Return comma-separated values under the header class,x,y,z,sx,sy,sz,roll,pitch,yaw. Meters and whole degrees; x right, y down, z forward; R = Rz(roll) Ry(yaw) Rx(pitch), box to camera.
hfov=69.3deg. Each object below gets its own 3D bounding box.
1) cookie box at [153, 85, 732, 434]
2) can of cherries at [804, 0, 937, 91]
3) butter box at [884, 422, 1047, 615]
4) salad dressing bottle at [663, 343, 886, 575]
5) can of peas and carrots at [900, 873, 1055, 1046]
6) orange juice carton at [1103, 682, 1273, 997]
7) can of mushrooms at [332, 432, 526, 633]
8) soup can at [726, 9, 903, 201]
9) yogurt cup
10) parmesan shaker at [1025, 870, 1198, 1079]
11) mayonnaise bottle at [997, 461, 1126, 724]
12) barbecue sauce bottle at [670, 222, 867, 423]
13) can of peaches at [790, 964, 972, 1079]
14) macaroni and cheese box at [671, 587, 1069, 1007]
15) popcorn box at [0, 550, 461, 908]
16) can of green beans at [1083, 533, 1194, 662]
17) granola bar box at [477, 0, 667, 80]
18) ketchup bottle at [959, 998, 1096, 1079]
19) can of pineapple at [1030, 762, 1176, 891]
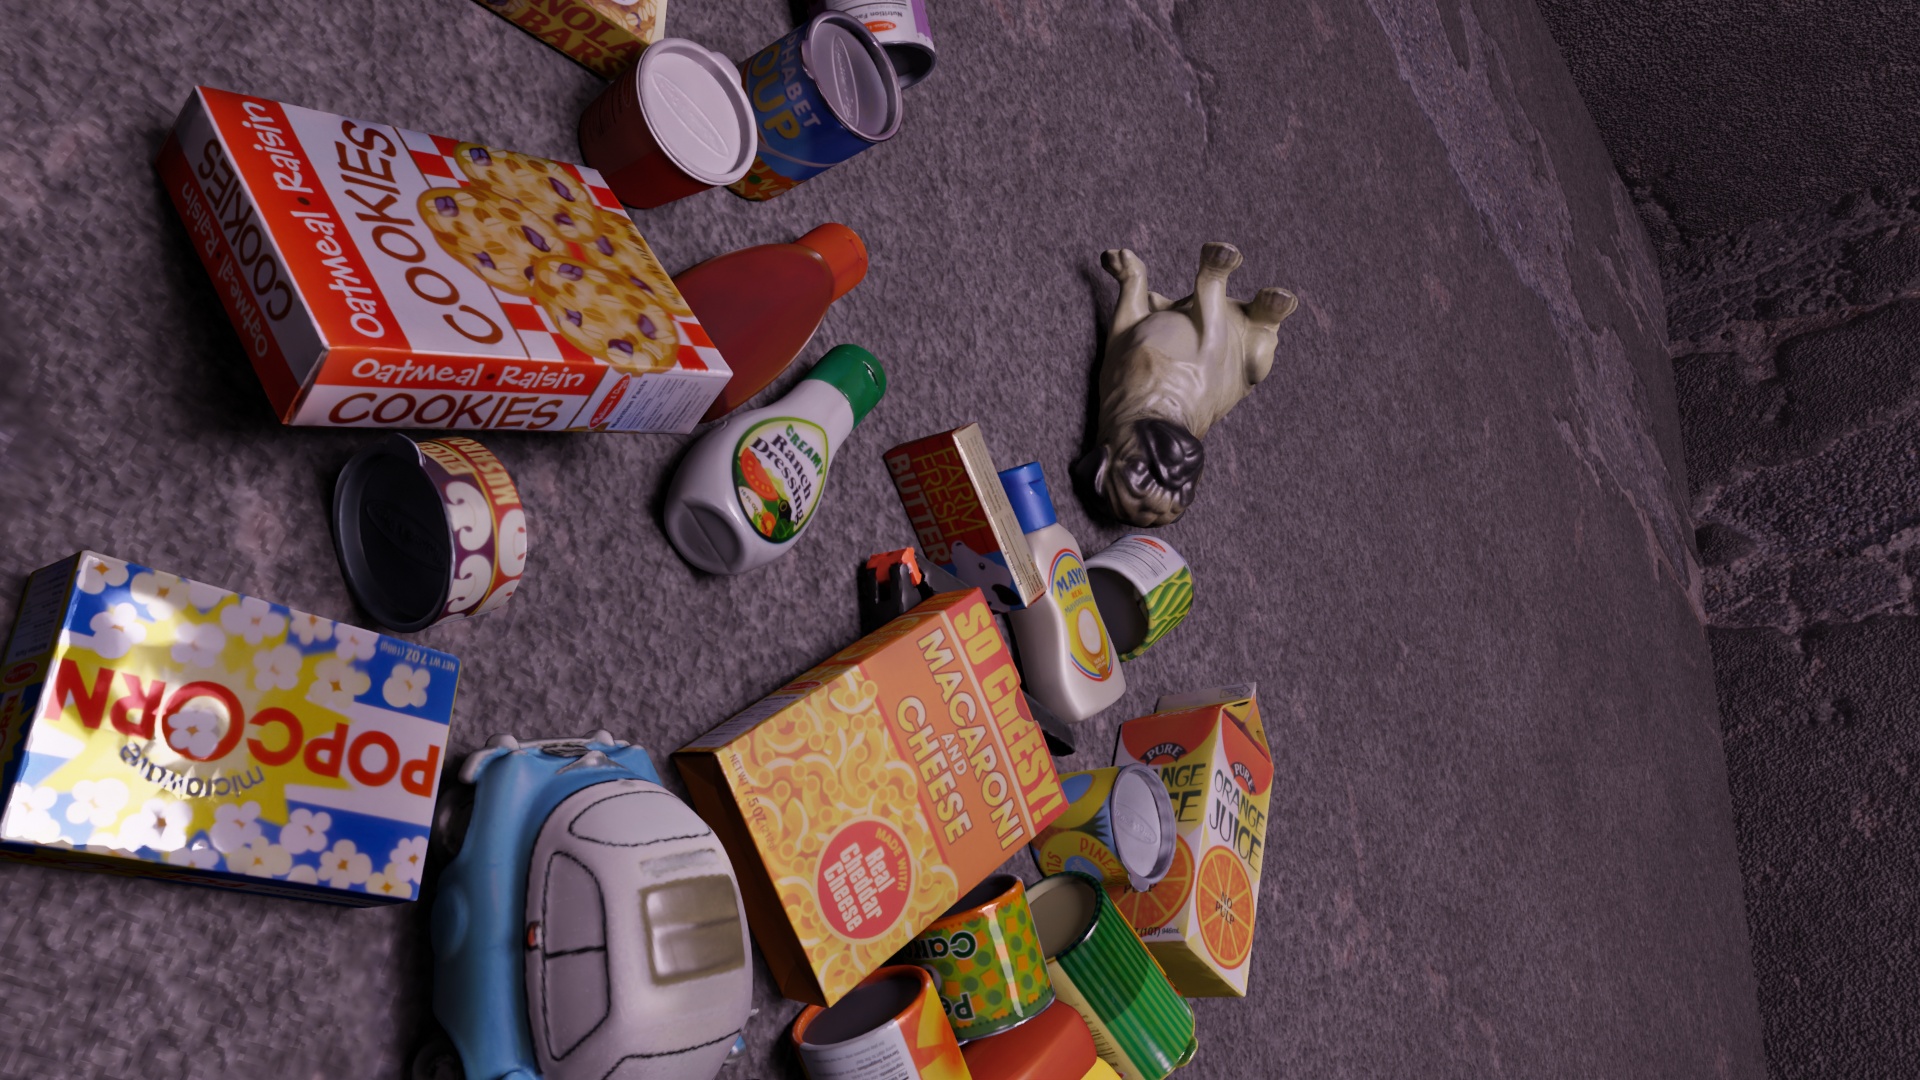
class,x,y,z,sx,sy,sz,roll,pitch,yaw
cookie box,-0.183,-0.096,0.510,0.168,0.040,0.123,-4,53,-53
can of cherries,-0.051,-0.286,0.774,0.071,0.071,0.058,-5,80,-53
butter box,0.003,-0.009,0.750,0.024,0.053,0.103,-35,104,-49
salad dressing bottle,-0.082,-0.044,0.658,0.064,0.044,0.148,60,38,-23
can of peas and carrots,0.004,0.199,0.664,0.071,0.071,0.058,-16,90,-54
orange juice carton,0.136,0.170,0.842,0.073,0.071,0.194,46,45,-34
can of mushrooms,-0.186,-0.005,0.488,0.033,0.071,0.071,-15,89,-55
soup can,-0.083,-0.214,0.687,0.071,0.083,0.071,23,59,-47
yogurt cup,-0.135,-0.186,0.633,0.072,0.054,0.072,23,60,-47
parmesan shaker,0.074,0.233,0.736,0.103,0.071,0.072,56,40,-23
mayonnaise bottle,0.051,0.029,0.807,0.065,0.041,0.148,-22,96,-52
barbecue sauce bottle,-0.095,-0.113,0.669,0.064,0.043,0.149,62,37,-16
can of peaches,-0.033,0.226,0.606,0.071,0.071,0.058,-31,102,-53
macaroni and cheese box,-0.033,0.112,0.639,0.167,0.040,0.123,-30,102,-39
popcorn box,-0.227,0.064,0.434,0.126,0.038,0.085,27,57,-45
can of green beans,0.101,0.035,0.851,0.058,0.071,0.071,-28,100,-52
granola bar box,-0.201,-0.295,0.601,0.165,0.039,0.124,22,61,-47
ketchup bottle,-0.003,0.268,0.636,0.149,0.064,0.043,-30,100,-44
can of pineapple,0.079,0.163,0.781,0.071,0.057,0.071,23,60,-46
